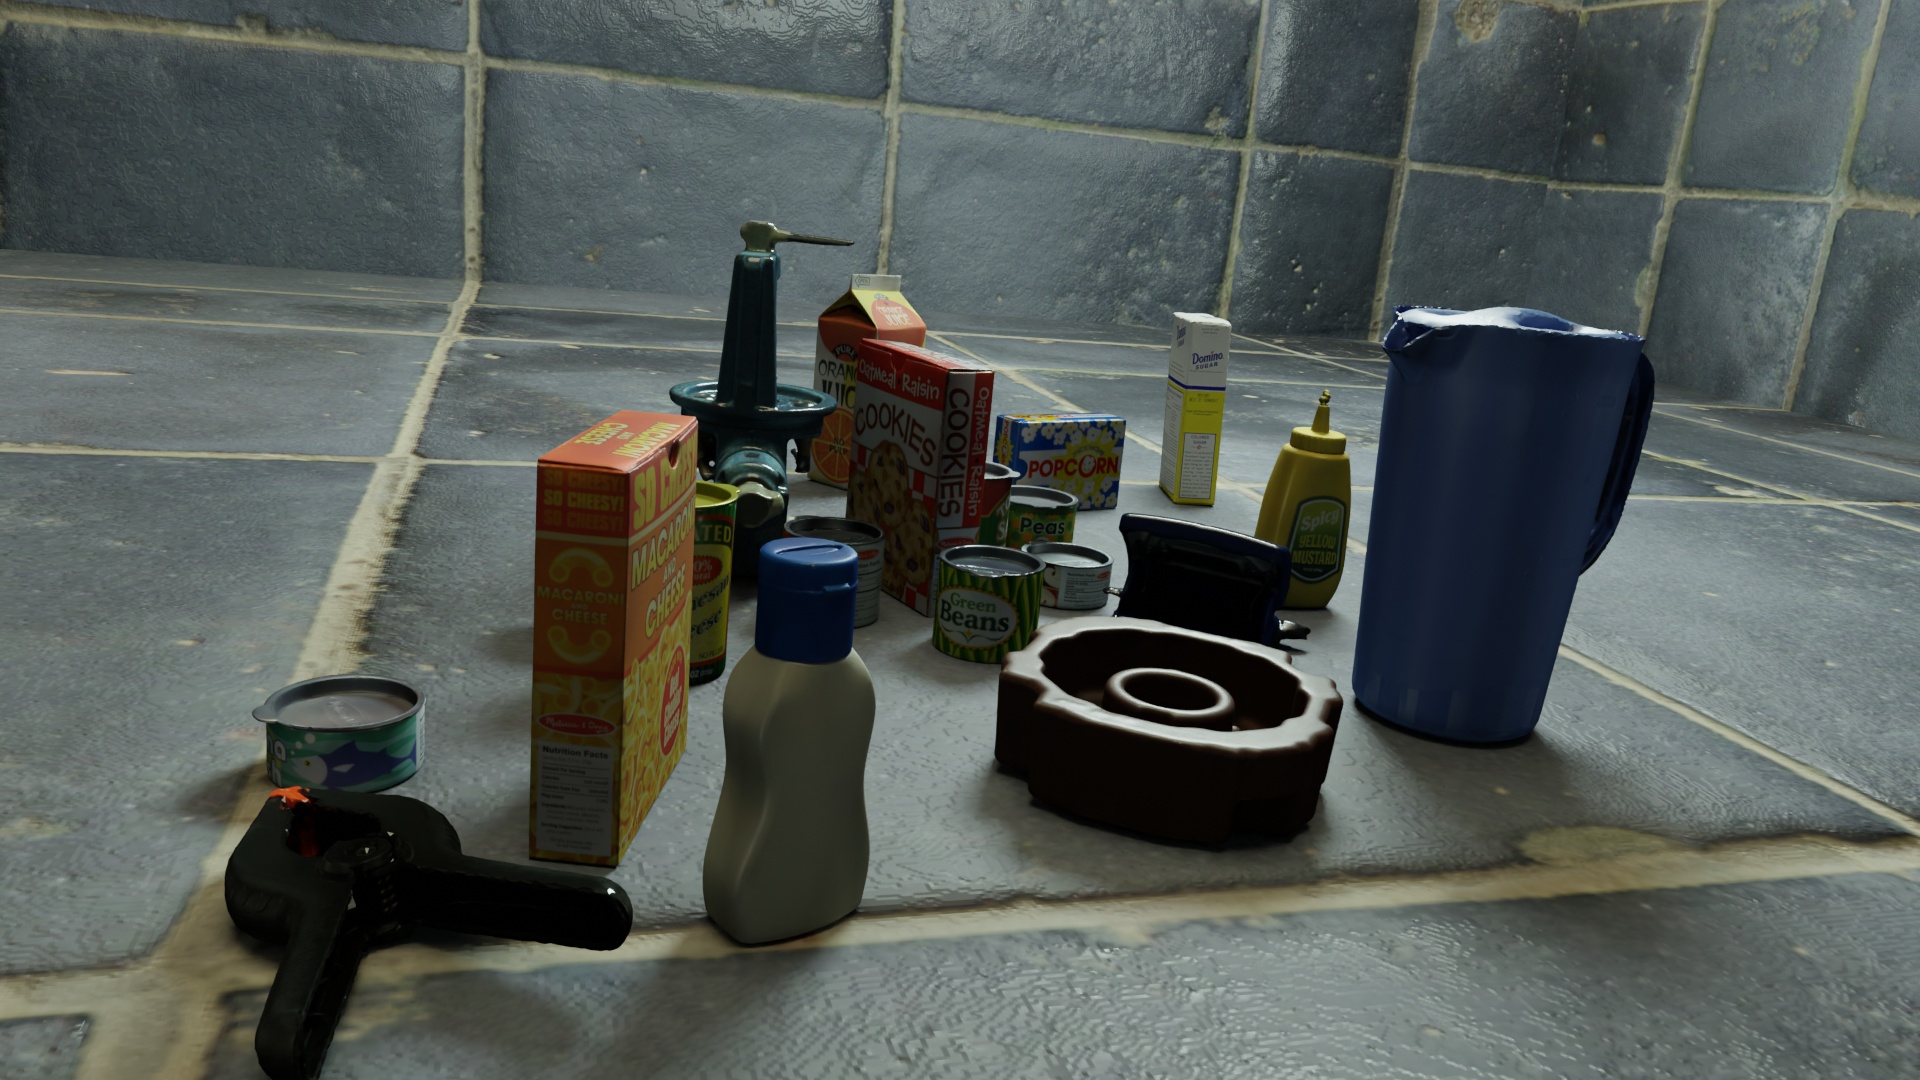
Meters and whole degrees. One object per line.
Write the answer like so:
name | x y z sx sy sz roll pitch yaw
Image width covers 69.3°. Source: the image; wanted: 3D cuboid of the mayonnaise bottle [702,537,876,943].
mayonnaise bottle | -0.062 0.074 0.523 0.065 0.147 0.041 -7 19 -40

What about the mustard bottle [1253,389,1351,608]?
mustard bottle | 0.254 -0.031 1.017 0.065 0.159 0.049 1 15 -17

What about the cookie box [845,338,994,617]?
cookie box | -0.033 -0.046 0.954 0.040 0.167 0.123 -3 17 -32

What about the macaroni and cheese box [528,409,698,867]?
macaroni and cheese box | -0.146 0.036 0.601 0.040 0.166 0.124 6 14 0

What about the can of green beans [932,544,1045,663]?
can of green beans | 0.017 0.039 0.865 0.071 0.057 0.071 5 14 -1

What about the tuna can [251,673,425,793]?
tuna can | -0.277 0.087 0.621 0.071 0.032 0.071 5 15 -1

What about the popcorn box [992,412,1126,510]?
popcorn box | 0.089 -0.071 1.255 0.127 0.085 0.038 -5 17 -35

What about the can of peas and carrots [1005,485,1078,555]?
can of peas and carrots | 0.053 -0.006 1.047 0.071 0.058 0.071 5 14 -1

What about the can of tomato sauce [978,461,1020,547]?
can of tomato sauce | 0.004 -0.013 1.006 0.071 0.082 0.071 5 14 -1

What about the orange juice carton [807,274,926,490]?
orange juice carton | -0.084 -0.145 1.261 0.073 0.192 0.072 16 17 35

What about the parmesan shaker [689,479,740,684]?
parmesan shaker | -0.158 0.022 0.773 0.071 0.102 0.071 5 14 -1

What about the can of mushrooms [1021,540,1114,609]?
can of mushrooms | 0.073 0.024 0.991 0.071 0.033 0.071 5 15 -1

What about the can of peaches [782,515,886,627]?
can of peaches | -0.084 0.020 0.899 0.071 0.058 0.071 5 14 -1
